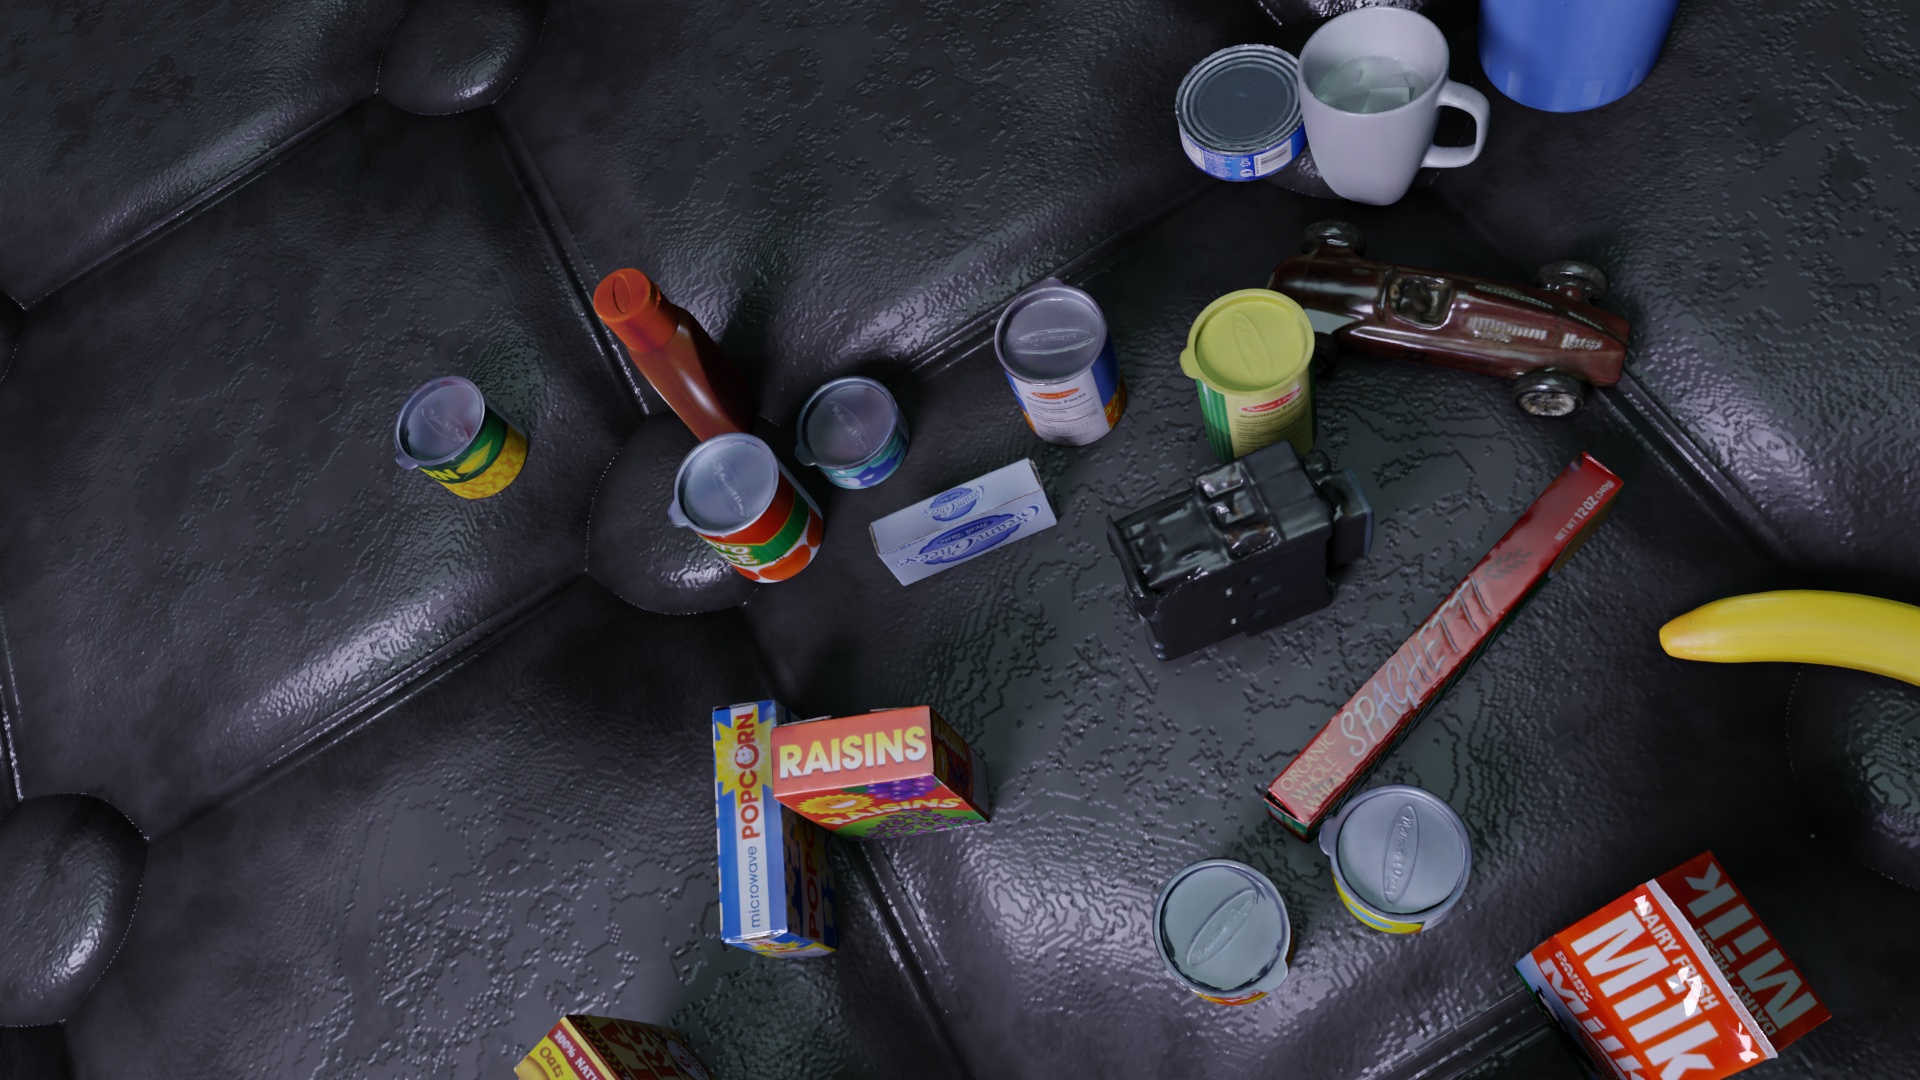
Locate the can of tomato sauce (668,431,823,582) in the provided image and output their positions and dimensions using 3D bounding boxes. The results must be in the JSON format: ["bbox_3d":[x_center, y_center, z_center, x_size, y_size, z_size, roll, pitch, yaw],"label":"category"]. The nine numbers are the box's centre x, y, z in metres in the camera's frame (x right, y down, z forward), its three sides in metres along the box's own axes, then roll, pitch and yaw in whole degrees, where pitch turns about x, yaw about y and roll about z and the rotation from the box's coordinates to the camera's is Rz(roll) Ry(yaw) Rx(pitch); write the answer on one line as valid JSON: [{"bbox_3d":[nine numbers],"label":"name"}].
[{"bbox_3d":[-0.128,-0.017,0.843,0.071,0.083,0.071,-5,67,13],"label":"can of tomato sauce"}]

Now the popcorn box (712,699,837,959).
[{"bbox_3d":[-0.101,0.159,0.760,0.038,0.085,0.127,-12,65,10],"label":"popcorn box"}]

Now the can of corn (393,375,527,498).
[{"bbox_3d":[-0.336,-0.066,0.934,0.071,0.058,0.071,-5,67,13],"label":"can of corn"}]

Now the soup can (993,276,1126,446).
[{"bbox_3d":[0.061,-0.105,0.829,0.071,0.083,0.071,-5,67,13],"label":"soup can"}]

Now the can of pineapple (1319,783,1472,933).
[{"bbox_3d":[0.216,0.158,0.690,0.071,0.057,0.071,-5,67,13],"label":"can of pineapple"}]

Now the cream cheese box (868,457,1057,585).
[{"bbox_3d":[0.003,-0.010,0.822,0.104,0.053,0.024,-22,64,5],"label":"cream cheese box"}]

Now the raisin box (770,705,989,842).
[{"bbox_3d":[-0.039,0.125,0.737,0.086,0.123,0.040,-9,66,11],"label":"raisin box"}]

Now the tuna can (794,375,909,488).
[{"bbox_3d":[-0.069,-0.066,0.876,0.071,0.032,0.071,-5,67,13],"label":"tuna can"}]

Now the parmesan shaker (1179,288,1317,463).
[{"bbox_3d":[0.164,-0.086,0.783,0.071,0.102,0.071,-6,67,13],"label":"parmesan shaker"}]

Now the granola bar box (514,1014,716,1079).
[{"bbox_3d":[-0.130,0.309,0.683,0.166,0.124,0.039,40,83,26],"label":"granola bar box"}]

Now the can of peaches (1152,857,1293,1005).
[{"bbox_3d":[0.134,0.199,0.695,0.071,0.058,0.071,-5,67,13],"label":"can of peaches"}]

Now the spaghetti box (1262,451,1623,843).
[{"bbox_3d":[0.252,0.057,0.728,0.250,0.050,0.029,-45,64,-6],"label":"spaghetti box"}]

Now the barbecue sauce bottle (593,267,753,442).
[{"bbox_3d":[-0.175,-0.114,0.861,0.043,0.148,0.065,-18,65,7],"label":"barbecue sauce bottle"}]

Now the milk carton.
[{"bbox_3d":[0.294,0.186,0.584,0.073,0.190,0.072,-30,64,2],"label":"milk carton"}]
